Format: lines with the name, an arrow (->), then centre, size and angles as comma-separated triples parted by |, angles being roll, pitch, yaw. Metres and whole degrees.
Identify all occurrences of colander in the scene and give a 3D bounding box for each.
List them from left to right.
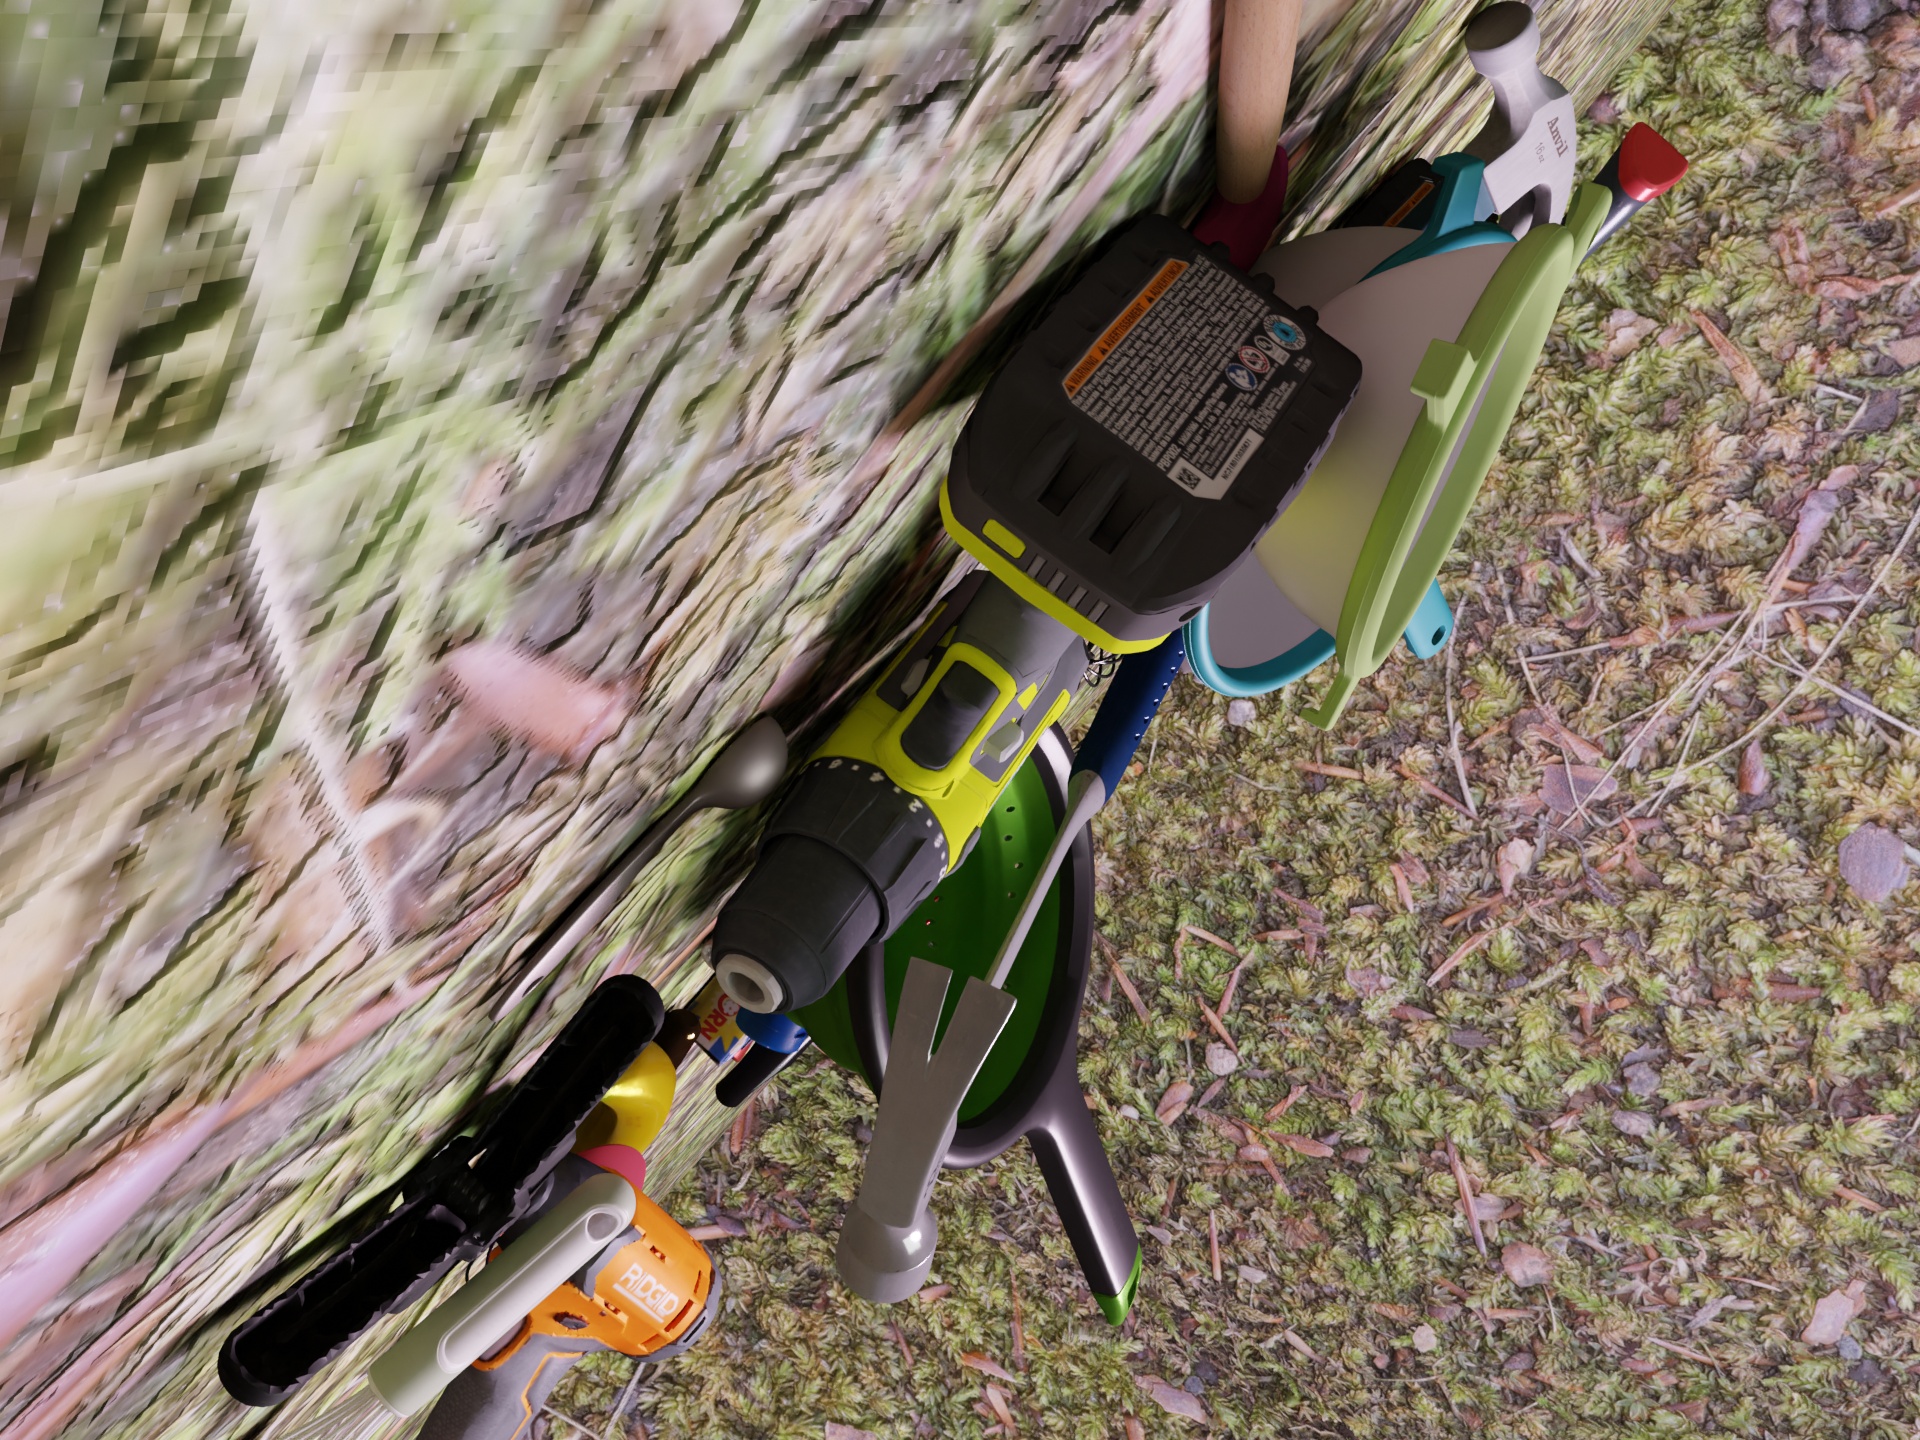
colander -> 0.000, 0.148, 0.735 | 0.205, 0.094, 0.396 | -57, 139, -43

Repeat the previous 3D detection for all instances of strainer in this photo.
strainer -> 0.161, -0.105, 0.717 | 0.211, 0.095, 0.340 | -53, 152, 3
strainer -> 0.159, -0.128, 0.543 | 0.256, 0.069, 0.151 | -52, 159, -36

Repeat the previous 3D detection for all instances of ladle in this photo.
ladle -> -0.256, 0.308, 0.867 | 0.069, 0.031, 0.315 | 5, 143, -40

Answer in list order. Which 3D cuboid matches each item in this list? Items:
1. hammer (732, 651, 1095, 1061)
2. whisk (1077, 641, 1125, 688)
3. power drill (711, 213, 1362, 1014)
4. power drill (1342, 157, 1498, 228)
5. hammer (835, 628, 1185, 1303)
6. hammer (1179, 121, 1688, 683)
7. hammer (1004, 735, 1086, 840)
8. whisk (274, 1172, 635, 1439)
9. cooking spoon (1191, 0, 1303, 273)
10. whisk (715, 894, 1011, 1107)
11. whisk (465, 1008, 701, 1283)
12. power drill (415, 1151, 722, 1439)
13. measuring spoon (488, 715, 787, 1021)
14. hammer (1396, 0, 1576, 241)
hammer -> -0.042, 0.083, 1.082 | 0.359, 0.037, 0.149 | -47, 178, -18
whisk -> 0.082, -0.069, 0.937 | 0.055, 0.055, 0.239 | -51, -178, 24
power drill -> 0.010, -0.020, 0.479 | 0.191, 0.080, 0.228 | -53, 179, -41
power drill -> 0.200, -0.195, 0.908 | 0.171, 0.080, 0.223 | -47, 178, -35
hammer -> 0.051, 0.033, 0.652 | 0.406, 0.035, 0.144 | -58, 165, -48
hammer -> 0.264, -0.184, 0.942 | 0.386, 0.038, 0.143 | -49, -174, 30
hammer -> 0.049, 0.052, 1.097 | 0.409, 0.036, 0.149 | -43, -161, -14
whisk -> -0.224, 0.261, 0.605 | 0.246, 0.057, 0.059 | -40, -149, -12
cooking spoon -> 0.080, -0.159, 0.446 | 0.069, 0.017, 0.319 | -51, 175, 7
whisk -> -0.035, 0.129, 0.970 | 0.296, 0.073, 0.073 | -42, 174, -12
whisk -> -0.214, 0.252, 0.900 | 0.245, 0.051, 0.047 | -55, -165, 21
power drill -> -0.223, 0.295, 0.705 | 0.226, 0.084, 0.164 | -47, 138, -19
measuring spoon -> -0.093, 0.047, 0.483 | 0.124, 0.018, 0.034 | -48, 175, -21
hammer -> 0.154, -0.167, 0.742 | 0.331, 0.033, 0.128 | -44, 137, 6
